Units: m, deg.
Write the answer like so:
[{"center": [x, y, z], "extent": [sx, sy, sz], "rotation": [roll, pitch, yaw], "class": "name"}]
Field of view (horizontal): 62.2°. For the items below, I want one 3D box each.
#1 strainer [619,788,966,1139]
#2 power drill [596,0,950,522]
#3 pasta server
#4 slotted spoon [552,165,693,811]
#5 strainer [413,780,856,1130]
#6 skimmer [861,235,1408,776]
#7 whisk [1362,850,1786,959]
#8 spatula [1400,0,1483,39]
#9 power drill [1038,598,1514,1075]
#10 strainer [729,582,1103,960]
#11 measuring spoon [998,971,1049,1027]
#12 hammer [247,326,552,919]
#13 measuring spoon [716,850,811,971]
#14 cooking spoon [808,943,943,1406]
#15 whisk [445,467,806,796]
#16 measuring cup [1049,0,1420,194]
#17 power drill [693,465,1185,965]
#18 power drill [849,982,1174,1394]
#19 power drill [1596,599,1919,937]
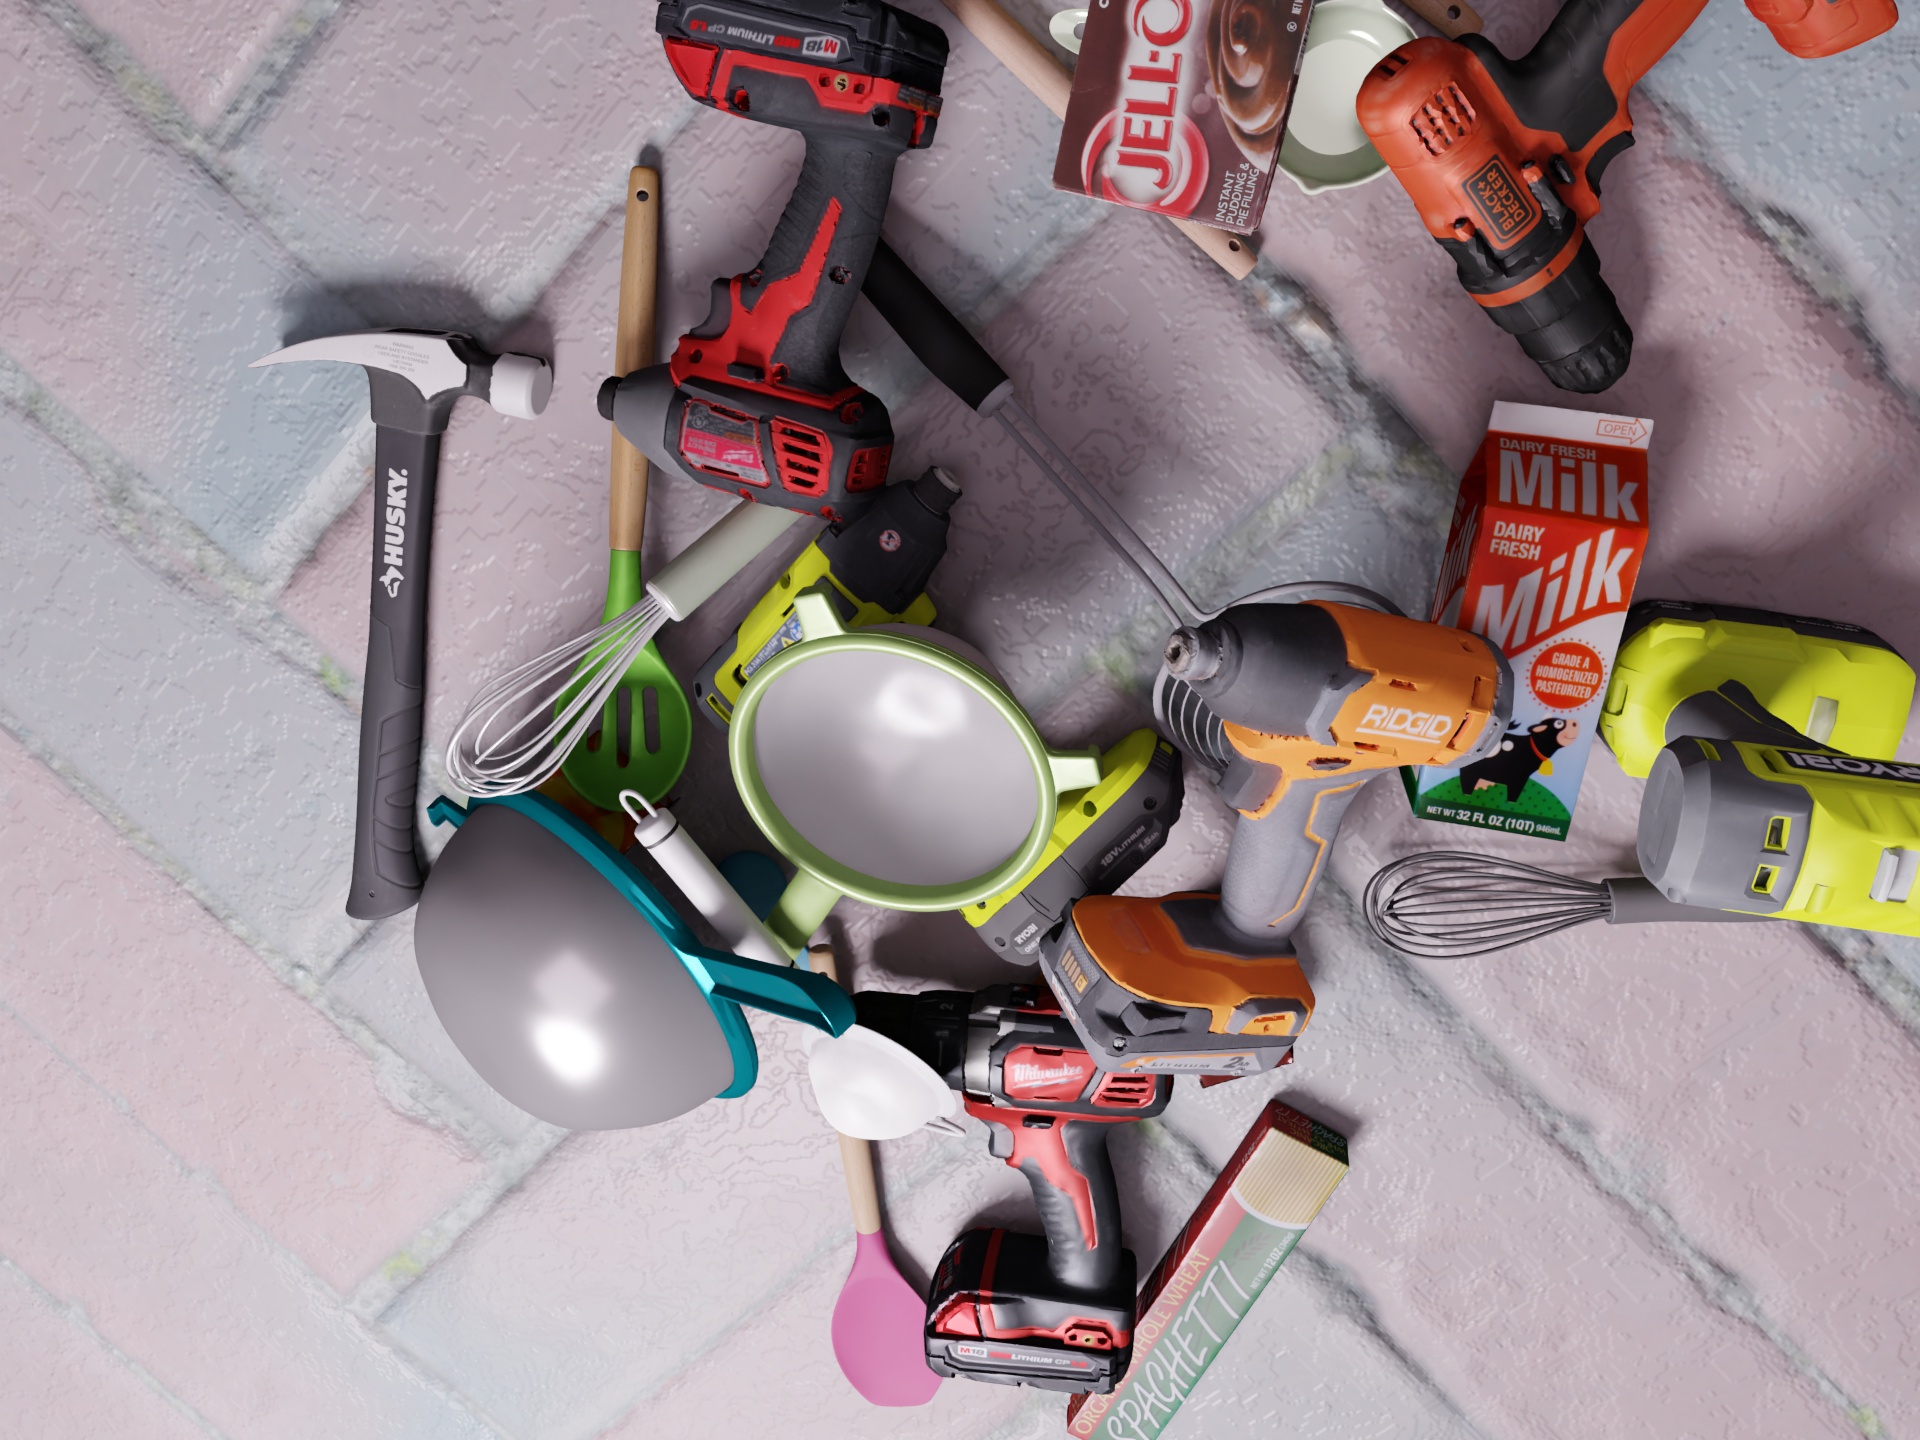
[{"center": [-0.083, 0.131, 0.766], "extent": [0.087, 0.050, 0.258], "rotation": [-15, 118, 46], "class": "strainer"}, {"center": [-0.089, -0.209, 0.712], "extent": [0.143, 0.078, 0.219], "rotation": [17, 109, 17], "class": "power drill"}, {"center": [0.016, -0.310, 0.703], "extent": [0.316, 0.040, 0.060], "rotation": [41, 80, -8], "class": "pasta server"}, {"center": [-0.162, -0.110, 0.787], "extent": [0.070, 0.031, 0.313], "rotation": [3, 101, -11], "class": "slotted spoon"}, {"center": [-0.170, 0.138, 0.754], "extent": [0.340, 0.095, 0.210], "rotation": [-1, 125, 54], "class": "strainer"}, {"center": [0.069, -0.114, 0.766], "extent": [0.363, 0.090, 0.127], "rotation": [48, 122, 2], "class": "skimmer"}, {"center": [0.321, 0.087, 0.789], "extent": [0.239, 0.055, 0.055], "rotation": [-3, 108, 5], "class": "whisk"}, {"center": [0.094, -0.385, 0.661], "extent": [0.317, 0.044, 0.082], "rotation": [36, 107, -5], "class": "spatula"}, {"center": [0.121, 0.048, 0.692], "extent": [0.164, 0.084, 0.226], "rotation": [9, 120, -31], "class": "power drill"}, {"center": [-0.047, 0.044, 0.755], "extent": [0.151, 0.069, 0.256], "rotation": [31, 129, -5], "class": "strainer"}, {"center": [0.050, 0.142, 0.870], "extent": [0.021, 0.011, 0.117], "rotation": [38, 107, -14], "class": "measuring spoon"}, {"center": [-0.307, -0.043, 0.850], "extent": [0.146, 0.035, 0.334], "rotation": [13, 111, 4], "class": "hammer"}, {"center": [-0.097, 0.131, 0.882], "extent": [0.042, 0.021, 0.128], "rotation": [-25, 103, 16], "class": "measuring spoon"}, {"center": [-0.056, 0.272, 0.922], "extent": [0.069, 0.017, 0.318], "rotation": [-5, 110, 8], "class": "cooking spoon"}, {"center": [-0.150, -0.052, 0.767], "extent": [0.246, 0.057, 0.059], "rotation": [-43, 56, -10], "class": "whisk"}, {"center": [0.122, -0.284, 0.696], "extent": [0.167, 0.038, 0.083], "rotation": [17, 111, 8], "class": "measuring cup"}, {"center": [-0.001, -0.003, 0.793], "extent": [0.223, 0.080, 0.171], "rotation": [43, 111, -3], "class": "power drill"}, {"center": [0.018, 0.246, 0.868], "extent": [0.188, 0.080, 0.226], "rotation": [4, 111, 8], "class": "power drill"}, {"center": [0.366, 0.022, 0.656], "extent": [0.190, 0.228, 0.080], "rotation": [7, 110, 7], "class": "power drill"}]
